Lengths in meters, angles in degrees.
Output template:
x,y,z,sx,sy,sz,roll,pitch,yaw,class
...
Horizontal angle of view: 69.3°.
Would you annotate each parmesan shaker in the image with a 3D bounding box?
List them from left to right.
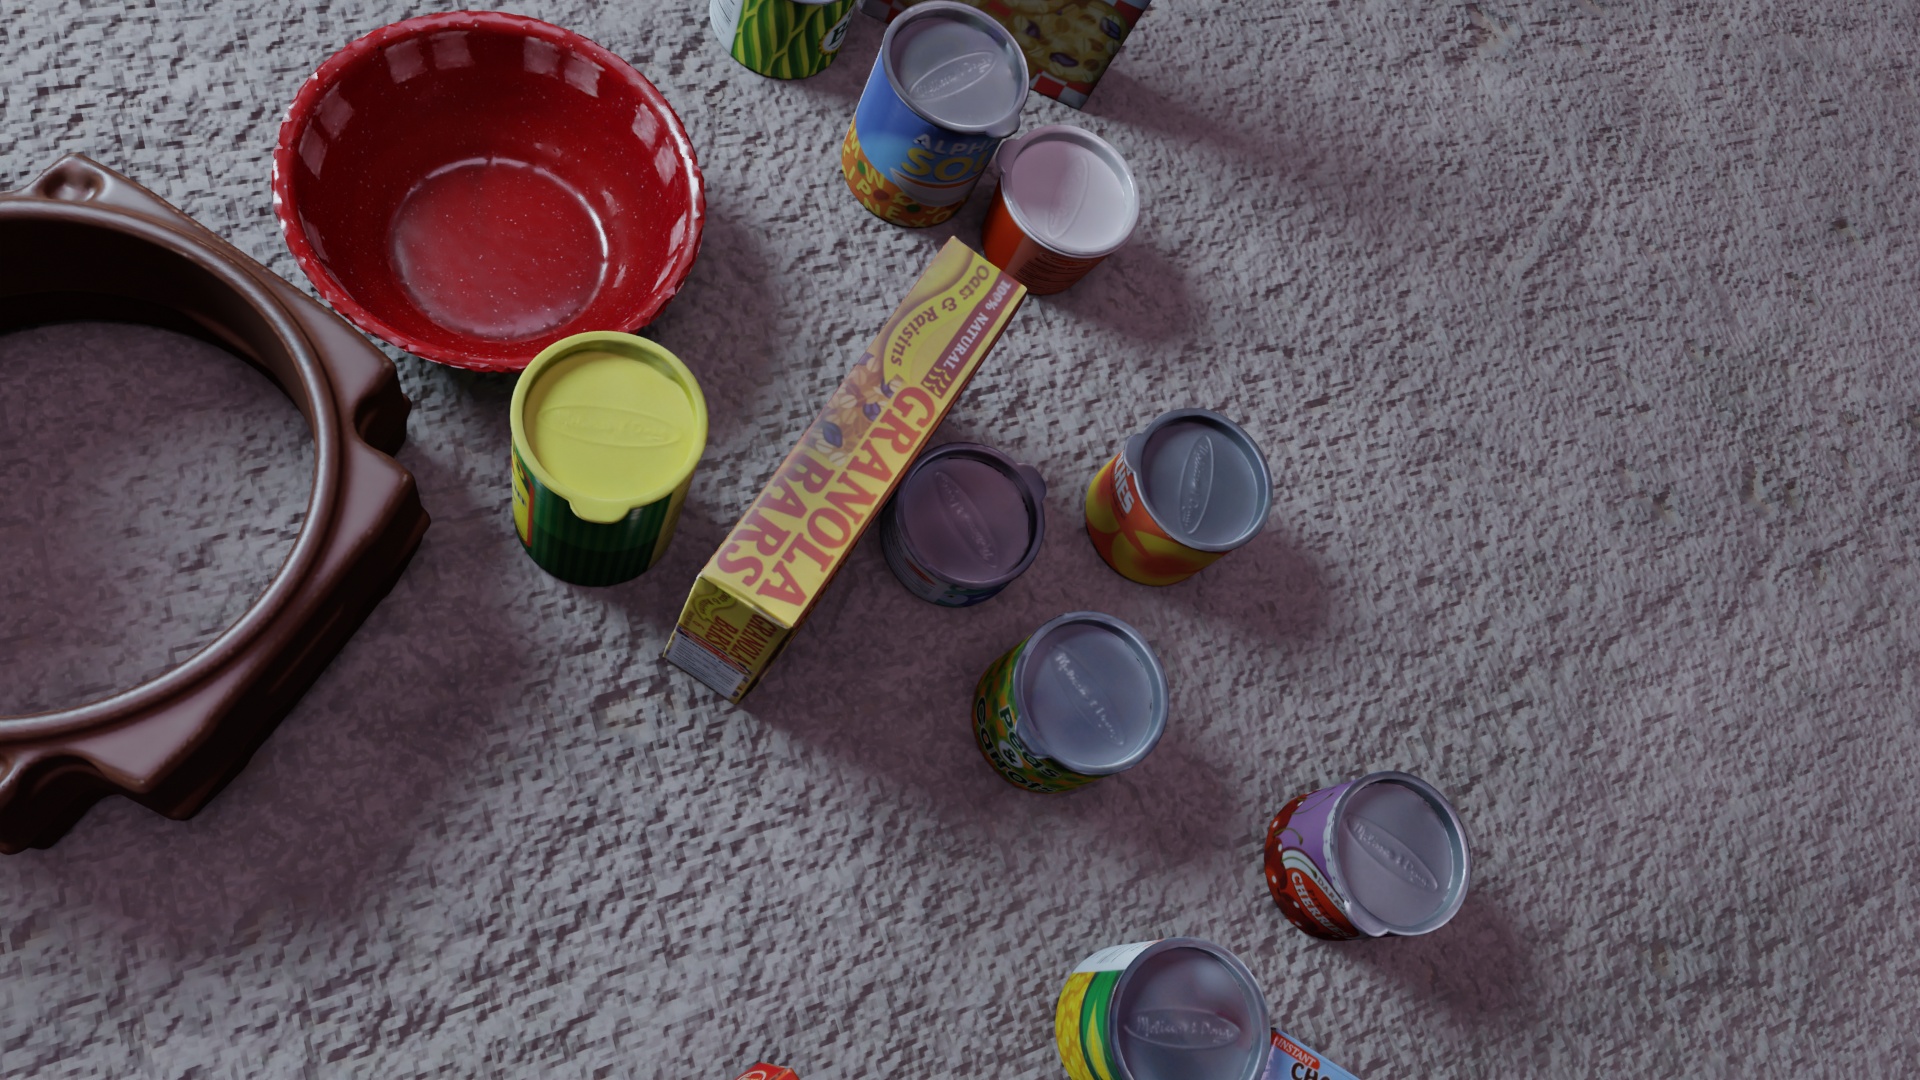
x,y,z,sx,sy,sz,roll,pitch,yaw,class
-0.135,-0.024,0.521,0.071,0.102,0.071,6,70,-16,parmesan shaker

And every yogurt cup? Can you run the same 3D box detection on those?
x,y,z,sx,sy,sz,roll,pitch,yaw,class
0.044,-0.151,0.652,0.072,0.053,0.072,6,70,-16,yogurt cup

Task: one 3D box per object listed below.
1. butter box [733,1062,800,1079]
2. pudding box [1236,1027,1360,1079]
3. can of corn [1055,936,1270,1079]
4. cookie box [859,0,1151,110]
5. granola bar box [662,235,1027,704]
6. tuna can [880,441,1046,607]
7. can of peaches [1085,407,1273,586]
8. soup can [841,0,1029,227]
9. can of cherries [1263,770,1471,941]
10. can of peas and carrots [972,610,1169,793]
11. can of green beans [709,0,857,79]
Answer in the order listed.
x,y,z,sx,sy,sz,roll,pitch,yaw,class
-0.046,0.234,0.488,0.024,0.053,0.103,-31,83,-25,butter box
0.142,0.227,0.554,0.084,0.049,0.030,33,65,-5,pudding box
0.077,0.192,0.540,0.071,0.058,0.071,6,70,-16,can of corn
0.035,-0.283,0.632,0.123,0.166,0.040,21,67,-10,cookie box
-0.046,-0.023,0.539,0.039,0.123,0.166,35,65,-4,granola bar box
0.002,-0.008,0.599,0.071,0.032,0.071,6,70,-16,tuna can
0.094,-0.019,0.620,0.071,0.058,0.071,6,70,-16,can of peaches
-0.012,-0.188,0.630,0.071,0.083,0.071,6,70,-16,soup can
0.169,0.137,0.590,0.071,0.058,0.071,6,70,-16,can of cherries
0.042,0.069,0.571,0.071,0.058,0.071,6,70,-16,can of peas and carrots
-0.080,-0.259,0.646,0.071,0.057,0.071,6,70,-16,can of green beans
